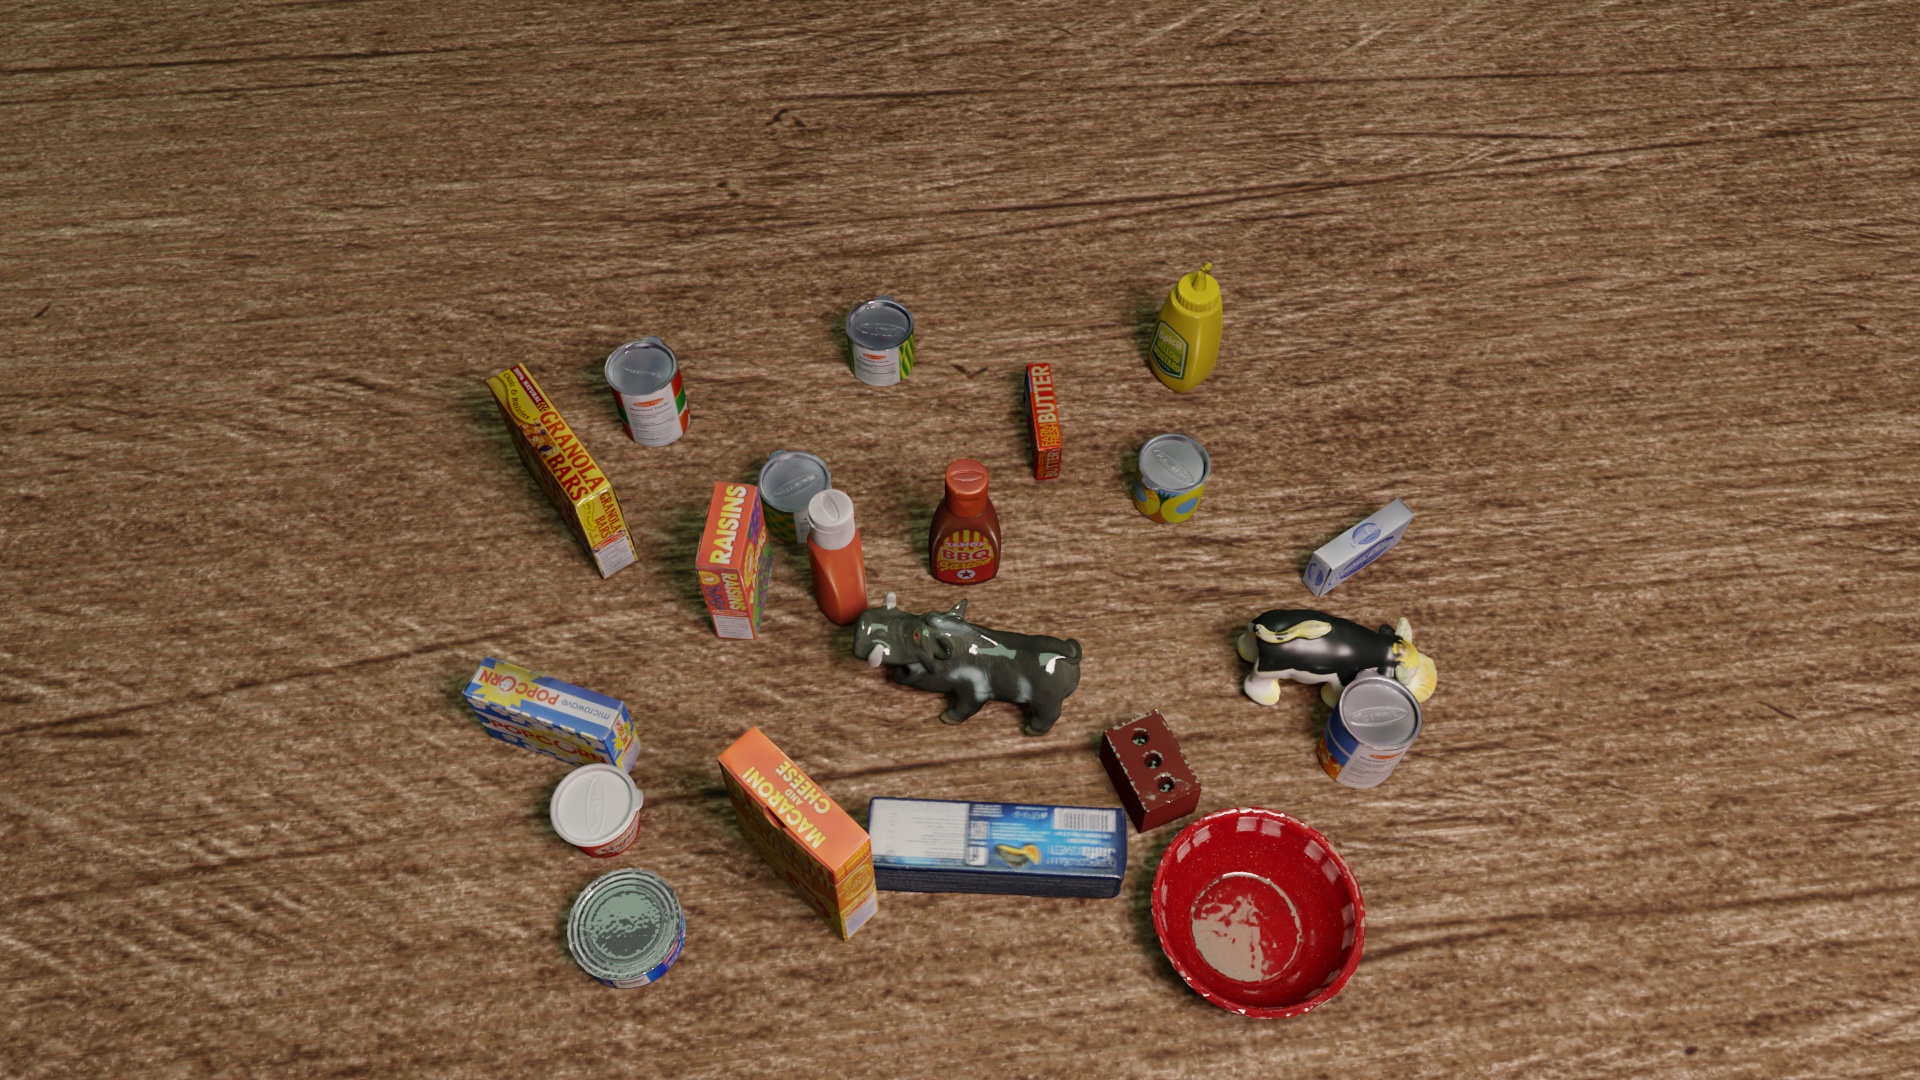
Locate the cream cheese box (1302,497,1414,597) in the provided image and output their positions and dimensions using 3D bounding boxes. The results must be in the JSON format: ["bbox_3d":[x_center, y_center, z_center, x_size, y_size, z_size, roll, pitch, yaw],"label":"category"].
[{"bbox_3d":[0.357,0.007,1.249,0.104,0.053,0.024,-30,63,-18],"label":"cream cheese box"}]

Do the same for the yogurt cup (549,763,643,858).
[{"bbox_3d":[-0.286,0.218,1.104,0.072,0.053,0.073,0,58,-1],"label":"yogurt cup"}]

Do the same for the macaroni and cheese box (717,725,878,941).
[{"bbox_3d":[-0.119,0.223,1.038,0.124,0.165,0.040,39,66,21],"label":"macaroni and cheese box"}]

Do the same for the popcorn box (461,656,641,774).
[{"bbox_3d":[-0.330,0.146,1.130,0.127,0.084,0.038,17,59,9],"label":"popcorn box"}]

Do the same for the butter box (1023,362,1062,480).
[{"bbox_3d":[0.078,-0.113,1.319,0.024,0.053,0.104,-4,58,-3],"label":"butter box"}]

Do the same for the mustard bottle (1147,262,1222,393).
[{"bbox_3d":[0.217,-0.208,1.318,0.049,0.159,0.065,-36,65,-20],"label":"mustard bottle"}]

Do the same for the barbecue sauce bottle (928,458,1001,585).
[{"bbox_3d":[0.004,-0.015,1.200,0.065,0.147,0.044,-1,58,-2],"label":"barbecue sauce bottle"}]

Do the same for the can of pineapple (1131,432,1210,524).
[{"bbox_3d":[0.192,-0.056,1.283,0.071,0.057,0.071,0,58,-1],"label":"can of pineapple"}]

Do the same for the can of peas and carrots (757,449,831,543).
[{"bbox_3d":[-0.150,-0.040,1.266,0.071,0.058,0.071,0,58,-1],"label":"can of peas and carrots"}]

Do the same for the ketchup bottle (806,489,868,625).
[{"bbox_3d":[-0.106,0.012,1.181,0.043,0.148,0.065,-24,62,-15],"label":"ketchup bottle"}]

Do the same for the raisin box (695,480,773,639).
[{"bbox_3d":[-0.192,0.019,1.190,0.040,0.122,0.086,6,58,3],"label":"raisin box"}]

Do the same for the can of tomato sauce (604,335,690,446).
[{"bbox_3d":[-0.294,-0.140,1.312,0.071,0.082,0.071,0,58,-1],"label":"can of tomato sauce"}]

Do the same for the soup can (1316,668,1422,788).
[{"bbox_3d":[0.333,0.155,1.137,0.071,0.083,0.071,0,58,-1],"label":"soup can"}]

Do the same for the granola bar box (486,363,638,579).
[{"bbox_3d":[-0.353,-0.061,1.237,0.039,0.123,0.166,-32,64,-19],"label":"granola bar box"}]

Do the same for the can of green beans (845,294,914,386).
[{"bbox_3d":[-0.078,-0.194,1.364,0.071,0.057,0.071,0,58,-1],"label":"can of green beans"}]
